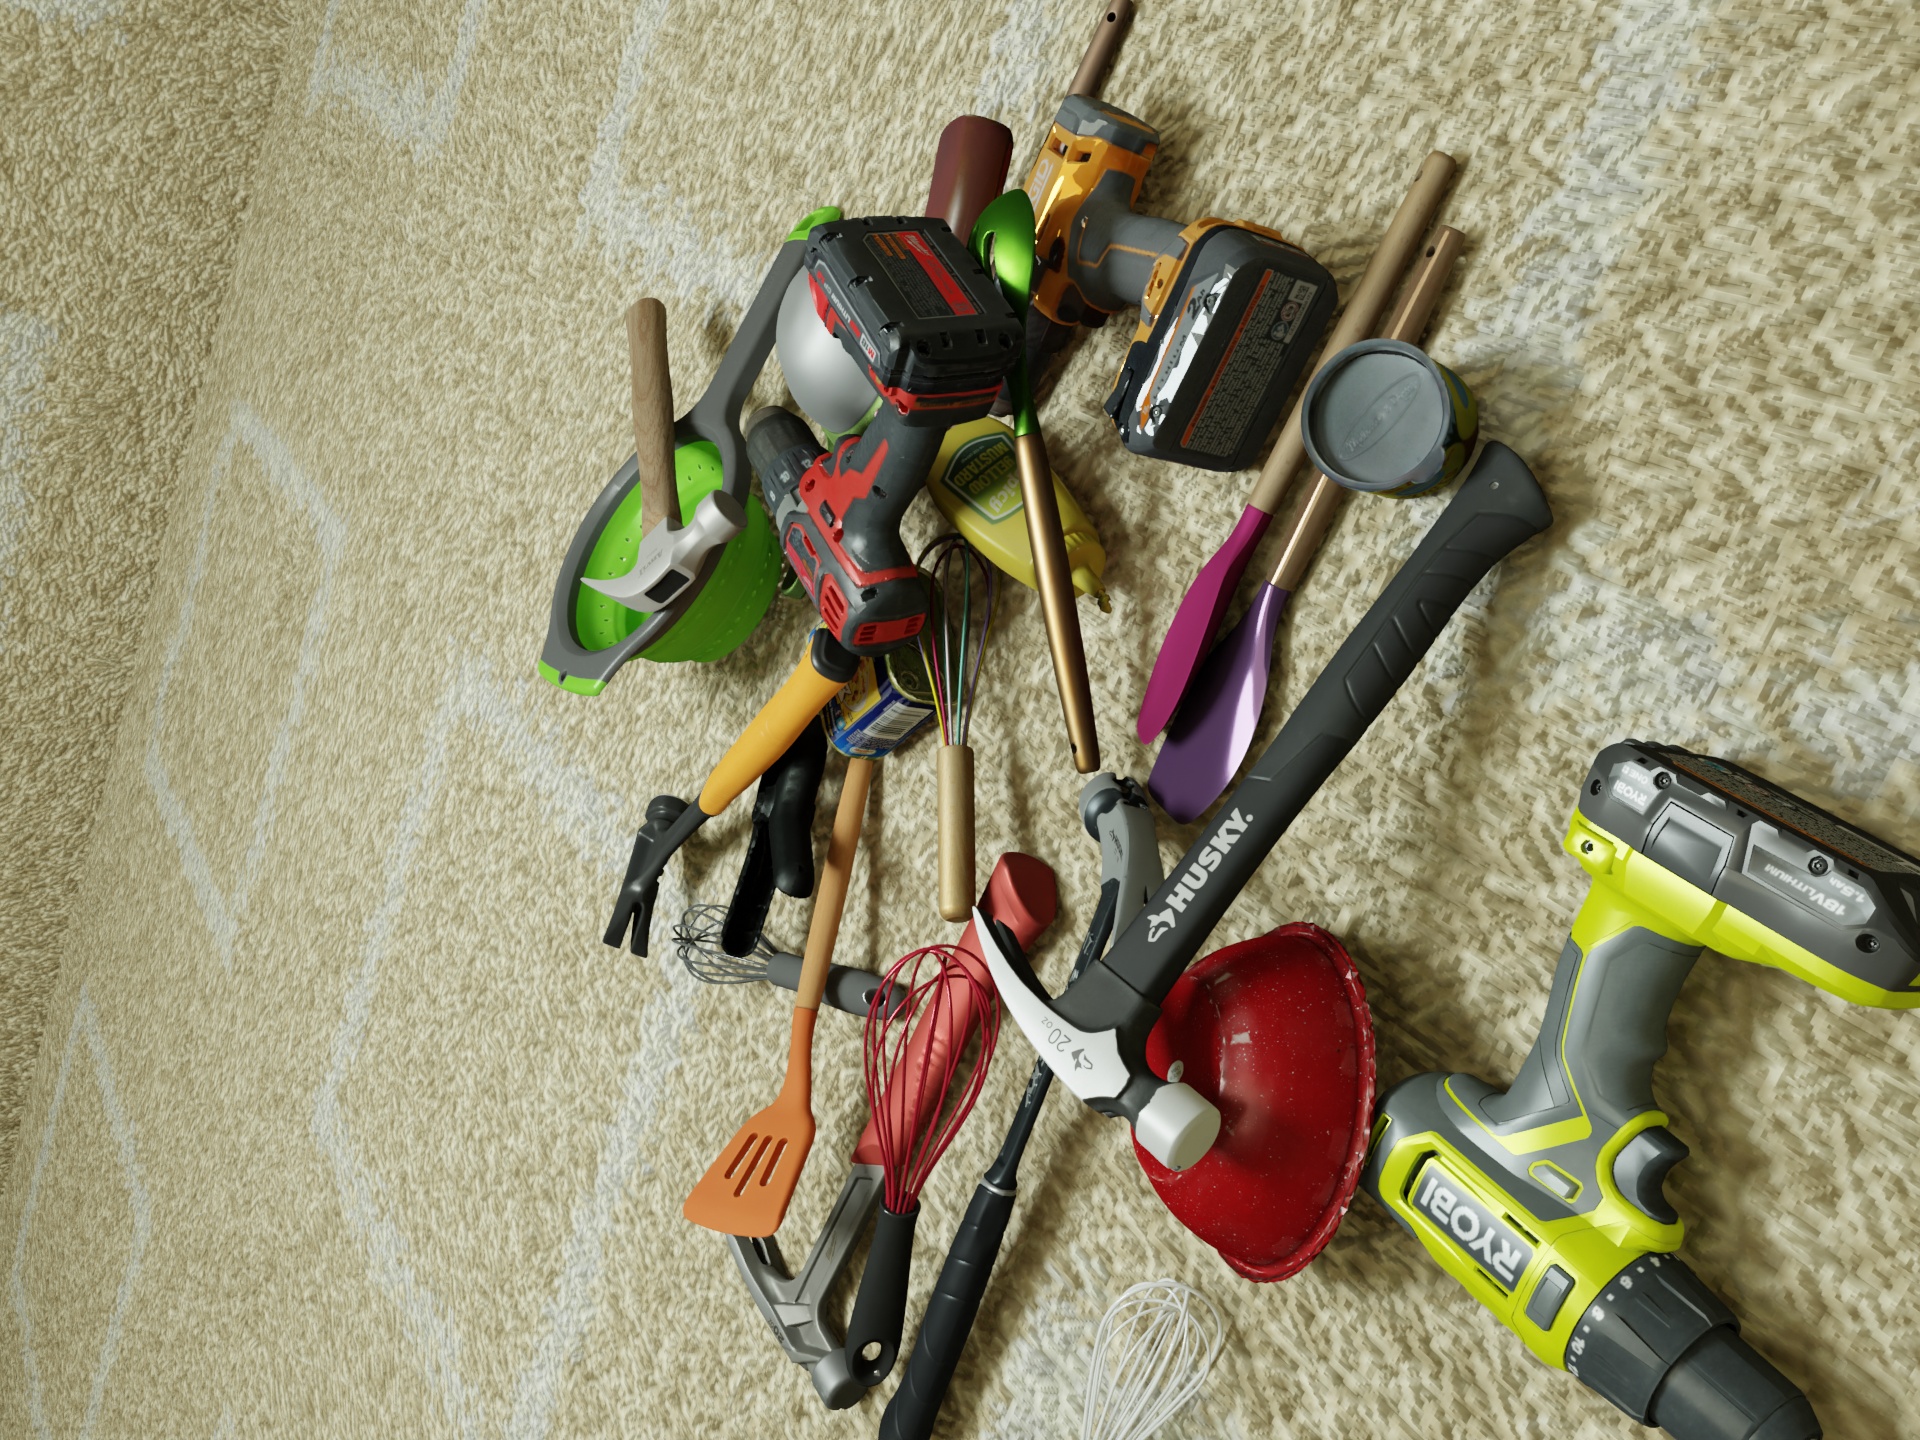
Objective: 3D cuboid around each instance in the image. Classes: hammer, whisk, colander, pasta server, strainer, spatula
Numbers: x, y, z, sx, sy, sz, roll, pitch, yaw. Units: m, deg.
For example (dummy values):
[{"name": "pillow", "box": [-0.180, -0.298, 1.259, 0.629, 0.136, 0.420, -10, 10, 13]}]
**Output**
[{"name": "hammer", "box": [0.141, 0.018, 0.691, 0.146, 0.035, 0.335, 36, 89, 39]}, {"name": "whisk", "box": [0.066, 0.378, 0.798, 0.058, 0.059, 0.246, -83, 13, -70]}, {"name": "colander", "box": [-0.159, -0.181, 1.148, 0.205, 0.094, 0.397, 17, 78, 52]}, {"name": "pasta server", "box": [0.029, -0.286, 0.970, 0.060, 0.040, 0.316, 29, 106, 12]}, {"name": "whisk", "box": [0.001, -0.003, 0.925, 0.051, 0.047, 0.245, -34, 50, 53]}, {"name": "hammer", "box": [-0.039, 0.230, 0.953, 0.149, 0.036, 0.359, 44, 117, 44]}, {"name": "strainer", "box": [-0.097, -0.211, 1.050, 0.152, 0.069, 0.256, 21, 95, 61]}, {"name": "hammer", "box": [-0.154, 0.043, 1.052, 0.336, 0.034, 0.127, -43, 28, 48]}, {"name": "spatula", "box": [-0.096, 0.153, 0.983, 0.081, 0.041, 0.323, -3, 68, 39]}, {"name": "whisk", "box": [-0.031, 0.251, 0.878, 0.073, 0.073, 0.295, 35, 122, 47]}, {"name": "whisk", "box": [-0.117, 0.162, 1.054, 0.239, 0.055, 0.055, 7, 89, 45]}, {"name": "hammer", "box": [-0.216, -0.198, 1.119, 0.130, 0.031, 0.332, -39, 41, 23]}, {"name": "hammer", "box": [0.028, 0.235, 0.842, 0.149, 0.036, 0.408, -98, 25, -70]}, {"name": "spatula", "box": [0.169, -0.089, 0.781, 0.060, 0.018, 0.316, 48, 120, 53]}]

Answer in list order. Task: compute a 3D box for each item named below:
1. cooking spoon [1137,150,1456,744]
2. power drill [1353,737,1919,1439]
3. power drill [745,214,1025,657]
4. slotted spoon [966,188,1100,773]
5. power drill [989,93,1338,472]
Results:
[{"name": "cooking spoon", "box": [0.162, -0.128, 0.792, 0.069, 0.017, 0.319, -97, 31, -71]}, {"name": "power drill", "box": [0.263, 0.141, 0.585, 0.191, 0.080, 0.228, 40, 116, 47]}, {"name": "power drill", "box": [-0.060, -0.171, 0.898, 0.188, 0.080, 0.226, 59, 146, 30]}, {"name": "slotted spoon", "box": [0.041, -0.126, 0.847, 0.070, 0.031, 0.314, -11, 89, 66]}, {"name": "power drill", "box": [0.084, -0.216, 0.862, 0.226, 0.084, 0.185, 55, 130, 45]}]
